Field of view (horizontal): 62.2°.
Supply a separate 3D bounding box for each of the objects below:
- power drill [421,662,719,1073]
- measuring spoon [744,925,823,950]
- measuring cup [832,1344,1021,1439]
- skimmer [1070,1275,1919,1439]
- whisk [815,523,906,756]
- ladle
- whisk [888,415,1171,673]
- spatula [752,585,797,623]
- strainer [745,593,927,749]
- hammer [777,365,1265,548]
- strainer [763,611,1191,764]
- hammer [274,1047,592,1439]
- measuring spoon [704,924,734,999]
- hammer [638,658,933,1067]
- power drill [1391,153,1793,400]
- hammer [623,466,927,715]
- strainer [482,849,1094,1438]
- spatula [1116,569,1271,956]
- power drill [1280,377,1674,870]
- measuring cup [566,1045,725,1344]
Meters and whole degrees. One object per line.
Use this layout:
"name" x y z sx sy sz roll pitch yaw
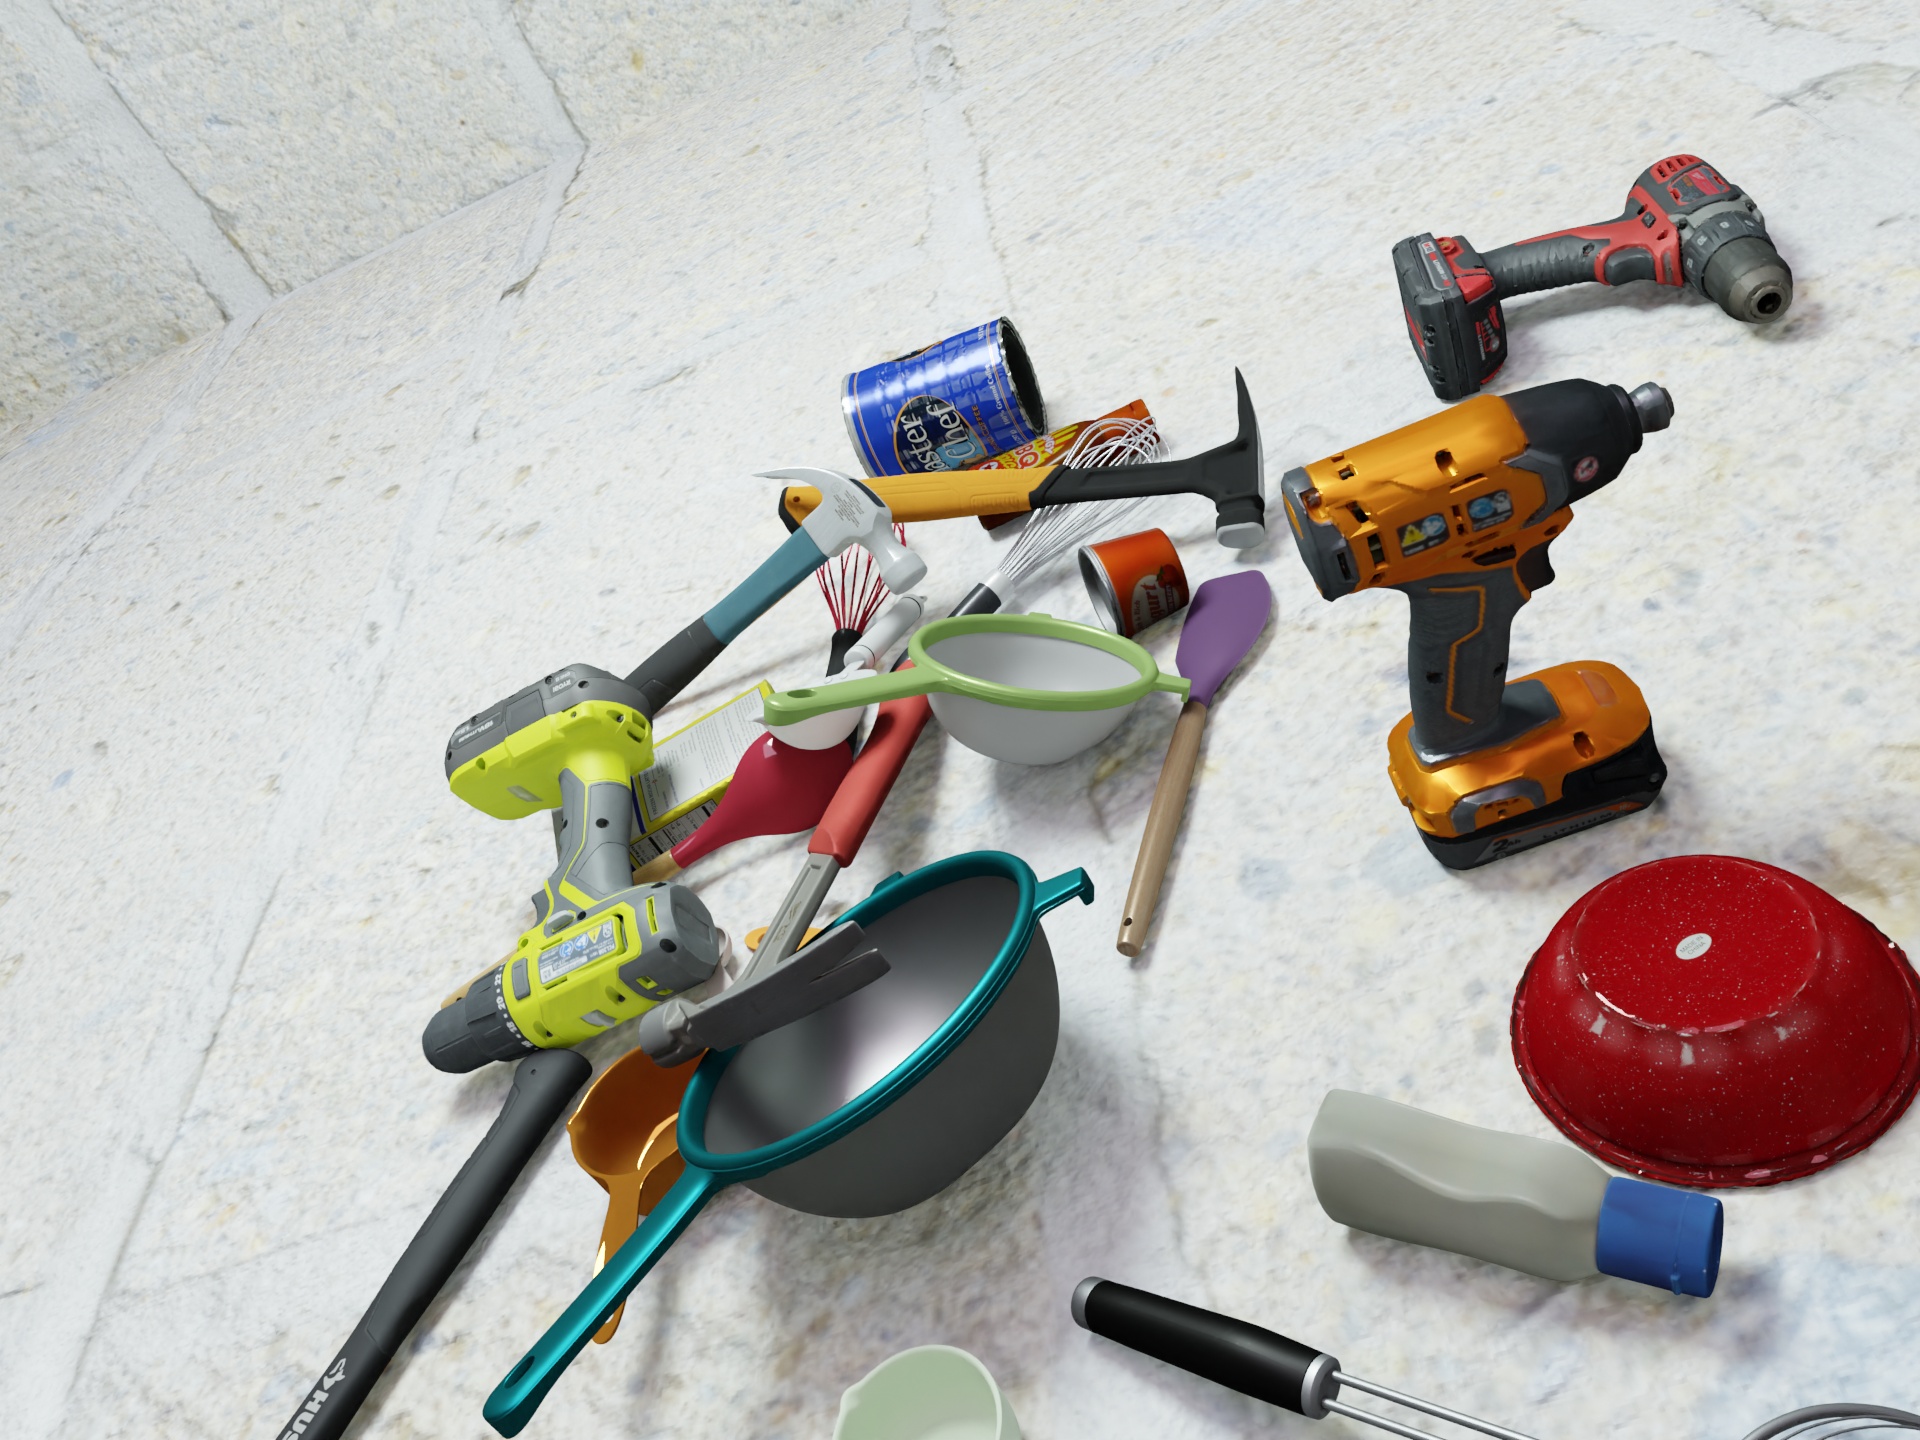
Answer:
"power drill" -0.256 0.096 0.987 0.190 0.080 0.229 -26 55 13
"measuring spoon" -0.084 0.133 0.935 0.117 0.011 0.021 -2 43 39
"measuring cup" -0.035 0.331 0.627 0.083 0.038 0.168 9 52 41
"skimmer" 0.190 0.267 0.558 0.363 0.090 0.127 -1 46 49
"whisk" -0.080 -0.071 1.146 0.073 0.073 0.296 -16 42 18
"ladle" -0.205 0.102 1.025 0.315 0.069 0.031 -33 10 4
"whisk" 0.047 -0.116 1.117 0.284 0.070 0.070 -46 38 -16
"spatula" -0.201 -0.057 1.186 0.322 0.041 0.081 -37 32 18
"strainer" -0.068 -0.035 1.044 0.087 0.050 0.258 -13 20 26
"hammer" 0.038 -0.166 1.096 0.337 0.034 0.127 -4 65 12
"strainer" -0.001 -0.003 0.929 0.256 0.069 0.152 -11 27 -35
"hammer" -0.295 0.314 0.832 0.146 0.035 0.335 0 44 36
"measuring spoon" -0.133 0.166 0.926 0.034 0.018 0.124 -36 42 1
"hammer" -0.058 0.054 0.912 0.149 0.036 0.359 -29 18 28
"power drill" 0.420 -0.292 1.061 0.226 0.080 0.188 -16 37 13
"hammer" -0.180 -0.055 1.120 0.331 0.128 0.033 -38 -8 19
"strainer" -0.066 0.206 0.738 0.340 0.095 0.211 -47 18 -27
"spatula" 0.134 0.011 0.926 0.060 0.018 0.316 -10 38 32
"power drill" 0.256 -0.048 0.731 0.164 0.226 0.084 -21 36 11
"measuring cup" -0.155 0.244 0.807 0.095 0.052 0.174 -18 38 16
